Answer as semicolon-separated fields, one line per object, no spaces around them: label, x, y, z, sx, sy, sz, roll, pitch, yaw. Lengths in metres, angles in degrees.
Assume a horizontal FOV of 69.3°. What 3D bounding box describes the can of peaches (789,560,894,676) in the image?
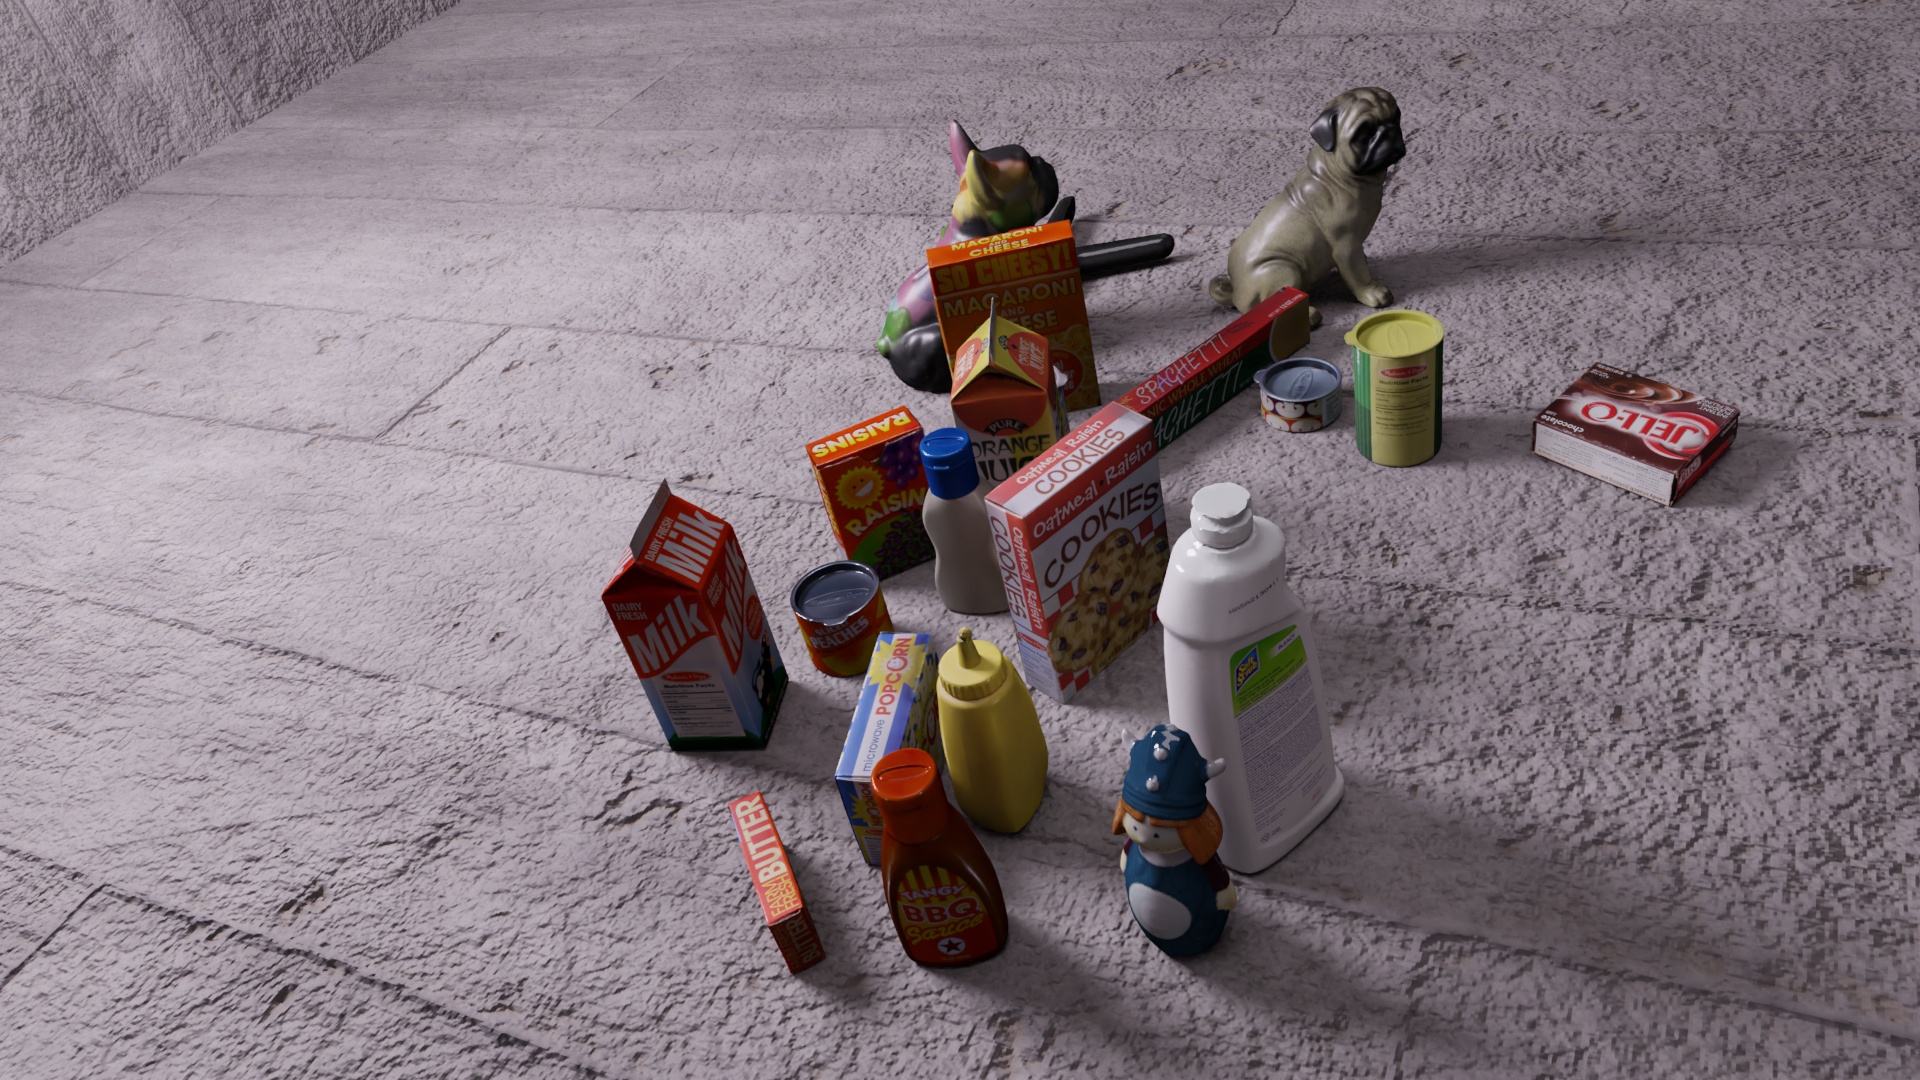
can of peaches;-0.085;0.059;1.014;0.071;0.057;0.071;-9;38;7

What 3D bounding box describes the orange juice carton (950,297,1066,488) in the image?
orange juice carton;0.040;-0.083;1.043;0.073;0.191;0.072;-6;39;10

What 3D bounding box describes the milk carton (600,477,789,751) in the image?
milk carton;-0.182;0.053;0.944;0.073;0.189;0.073;-3;39;14

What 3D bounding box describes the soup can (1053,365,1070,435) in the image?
soup can;0.059;-0.096;1.141;0.071;0.083;0.072;-9;38;7

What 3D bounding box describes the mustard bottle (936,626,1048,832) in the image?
mustard bottle;0.016;0.107;0.840;0.049;0.159;0.066;8;43;26

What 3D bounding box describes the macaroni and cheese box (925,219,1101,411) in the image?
macaroni and cheese box;0.047;-0.181;1.184;0.124;0.165;0.040;-11;38;3

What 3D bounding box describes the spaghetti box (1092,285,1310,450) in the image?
spaghetti box;0.206;-0.136;1.173;0.251;0.050;0.029;-35;42;-25

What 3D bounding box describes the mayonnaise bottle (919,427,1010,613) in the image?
mayonnaise bottle;0.004;-0.013;1.003;0.065;0.147;0.041;-1;40;16

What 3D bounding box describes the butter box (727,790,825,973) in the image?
butter box;-0.112;0.206;0.843;0.024;0.053;0.104;-22;39;-10

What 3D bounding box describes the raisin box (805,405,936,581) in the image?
raisin box;-0.061;-0.032;1.066;0.086;0.122;0.040;-22;39;-11

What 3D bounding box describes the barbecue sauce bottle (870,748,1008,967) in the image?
barbecue sauce bottle;-0.016;0.177;0.772;0.065;0.147;0.044;-9;38;6

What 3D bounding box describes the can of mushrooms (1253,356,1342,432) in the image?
can of mushrooms;0.278;-0.121;1.146;0.071;0.033;0.071;-9;38;7

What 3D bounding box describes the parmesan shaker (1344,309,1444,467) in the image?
parmesan shaker;0.333;-0.116;1.067;0.071;0.102;0.072;-9;38;7

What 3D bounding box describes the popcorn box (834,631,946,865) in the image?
popcorn box;-0.040;0.132;0.887;0.038;0.084;0.127;-2;39;15

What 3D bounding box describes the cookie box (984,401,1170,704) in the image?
cookie box;0.084;0.009;0.936;0.123;0.166;0.040;-37;43;-27
